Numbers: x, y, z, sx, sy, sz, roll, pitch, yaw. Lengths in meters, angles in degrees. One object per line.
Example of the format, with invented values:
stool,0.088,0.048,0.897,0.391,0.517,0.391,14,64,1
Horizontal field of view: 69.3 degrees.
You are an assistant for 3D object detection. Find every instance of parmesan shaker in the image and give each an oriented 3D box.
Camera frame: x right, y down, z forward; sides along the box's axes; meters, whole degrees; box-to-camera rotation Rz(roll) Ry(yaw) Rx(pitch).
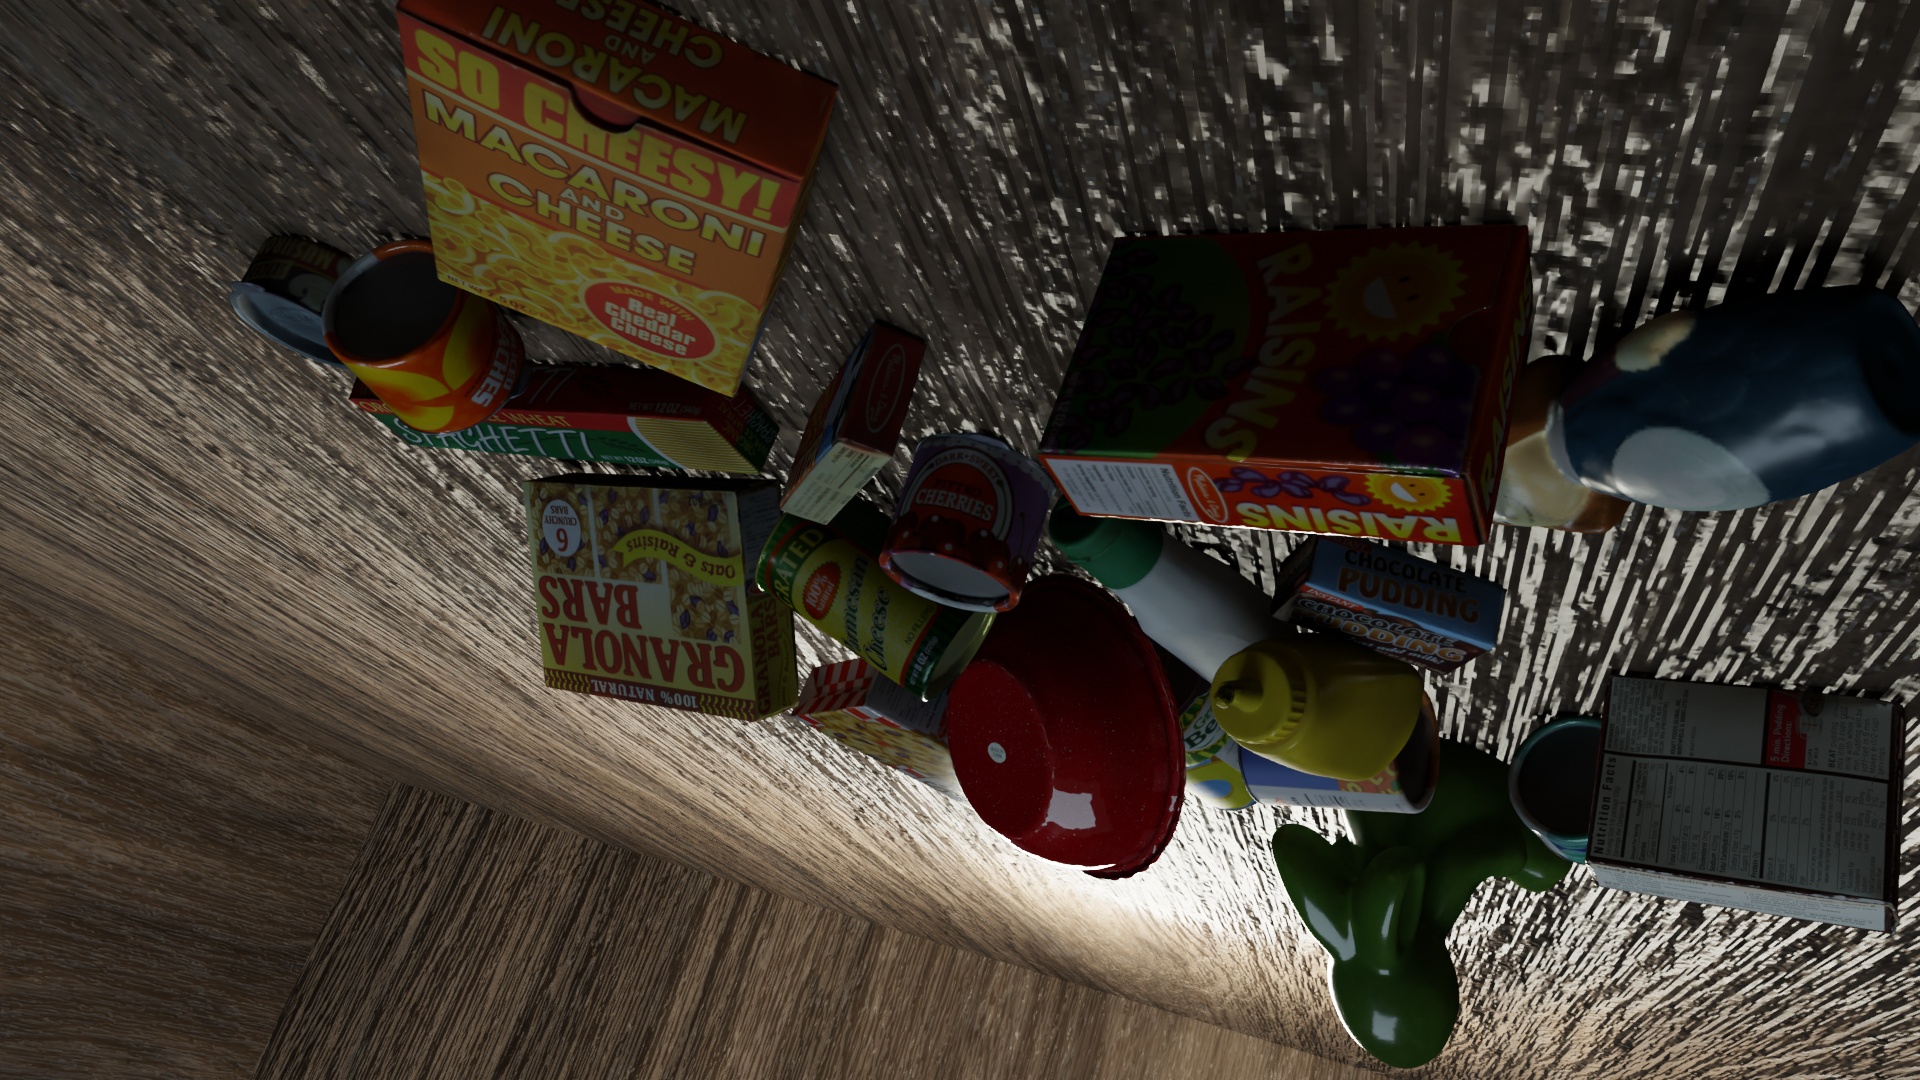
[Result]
parmesan shaker,-0.039,0.022,0.679,0.103,0.071,0.071,33,162,15

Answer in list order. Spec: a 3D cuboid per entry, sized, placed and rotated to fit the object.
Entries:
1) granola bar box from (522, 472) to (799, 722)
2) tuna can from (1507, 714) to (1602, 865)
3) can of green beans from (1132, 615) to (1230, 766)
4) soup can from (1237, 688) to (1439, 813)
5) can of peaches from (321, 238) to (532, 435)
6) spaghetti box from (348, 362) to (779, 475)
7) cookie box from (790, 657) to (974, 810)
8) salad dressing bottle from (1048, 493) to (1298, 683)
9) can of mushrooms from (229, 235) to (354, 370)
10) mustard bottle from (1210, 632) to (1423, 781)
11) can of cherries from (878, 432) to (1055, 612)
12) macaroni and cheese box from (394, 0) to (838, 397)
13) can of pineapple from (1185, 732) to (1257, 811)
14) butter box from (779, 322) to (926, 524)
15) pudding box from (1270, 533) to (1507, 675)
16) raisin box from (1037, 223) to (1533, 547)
granola bar box,-0.166,0.027,0.763,0.165,0.124,0.039,4,-168,34
tuna can,0.303,0.119,0.668,0.071,0.071,0.032,-4,148,44
can of green beans,0.108,0.080,0.732,0.071,0.071,0.057,4,154,34
soup can,0.195,0.103,0.717,0.083,0.071,0.071,-5,149,37
can of peaches,-0.232,-0.089,0.607,0.071,0.071,0.058,13,157,16
spaghetti box,-0.205,-0.065,0.695,0.250,0.029,0.050,6,155,29
cookie box,-0.007,0.126,0.869,0.167,0.040,0.122,30,158,-19
salad dressing bottle,0.099,0.023,0.635,0.064,0.044,0.147,1,152,48
can of mushrooms,-0.305,-0.113,0.654,0.071,0.033,0.070,17,159,7
mustard bottle,0.151,0.070,0.612,0.049,0.065,0.160,27,-172,40
can of cherries,0.002,-0.008,0.618,0.071,0.058,0.071,16,159,7
macaroni and cheese box,-0.119,-0.117,0.476,0.124,0.040,0.166,21,159,-9
can of pineapple,0.140,0.111,0.782,0.058,0.071,0.071,35,154,-33
butter box,-0.046,-0.045,0.576,0.024,0.053,0.103,21,159,-14
pudding box,0.181,0.026,0.590,0.084,0.030,0.049,19,158,0
raisin box,0.095,-0.048,0.404,0.123,0.086,0.040,6,150,31
